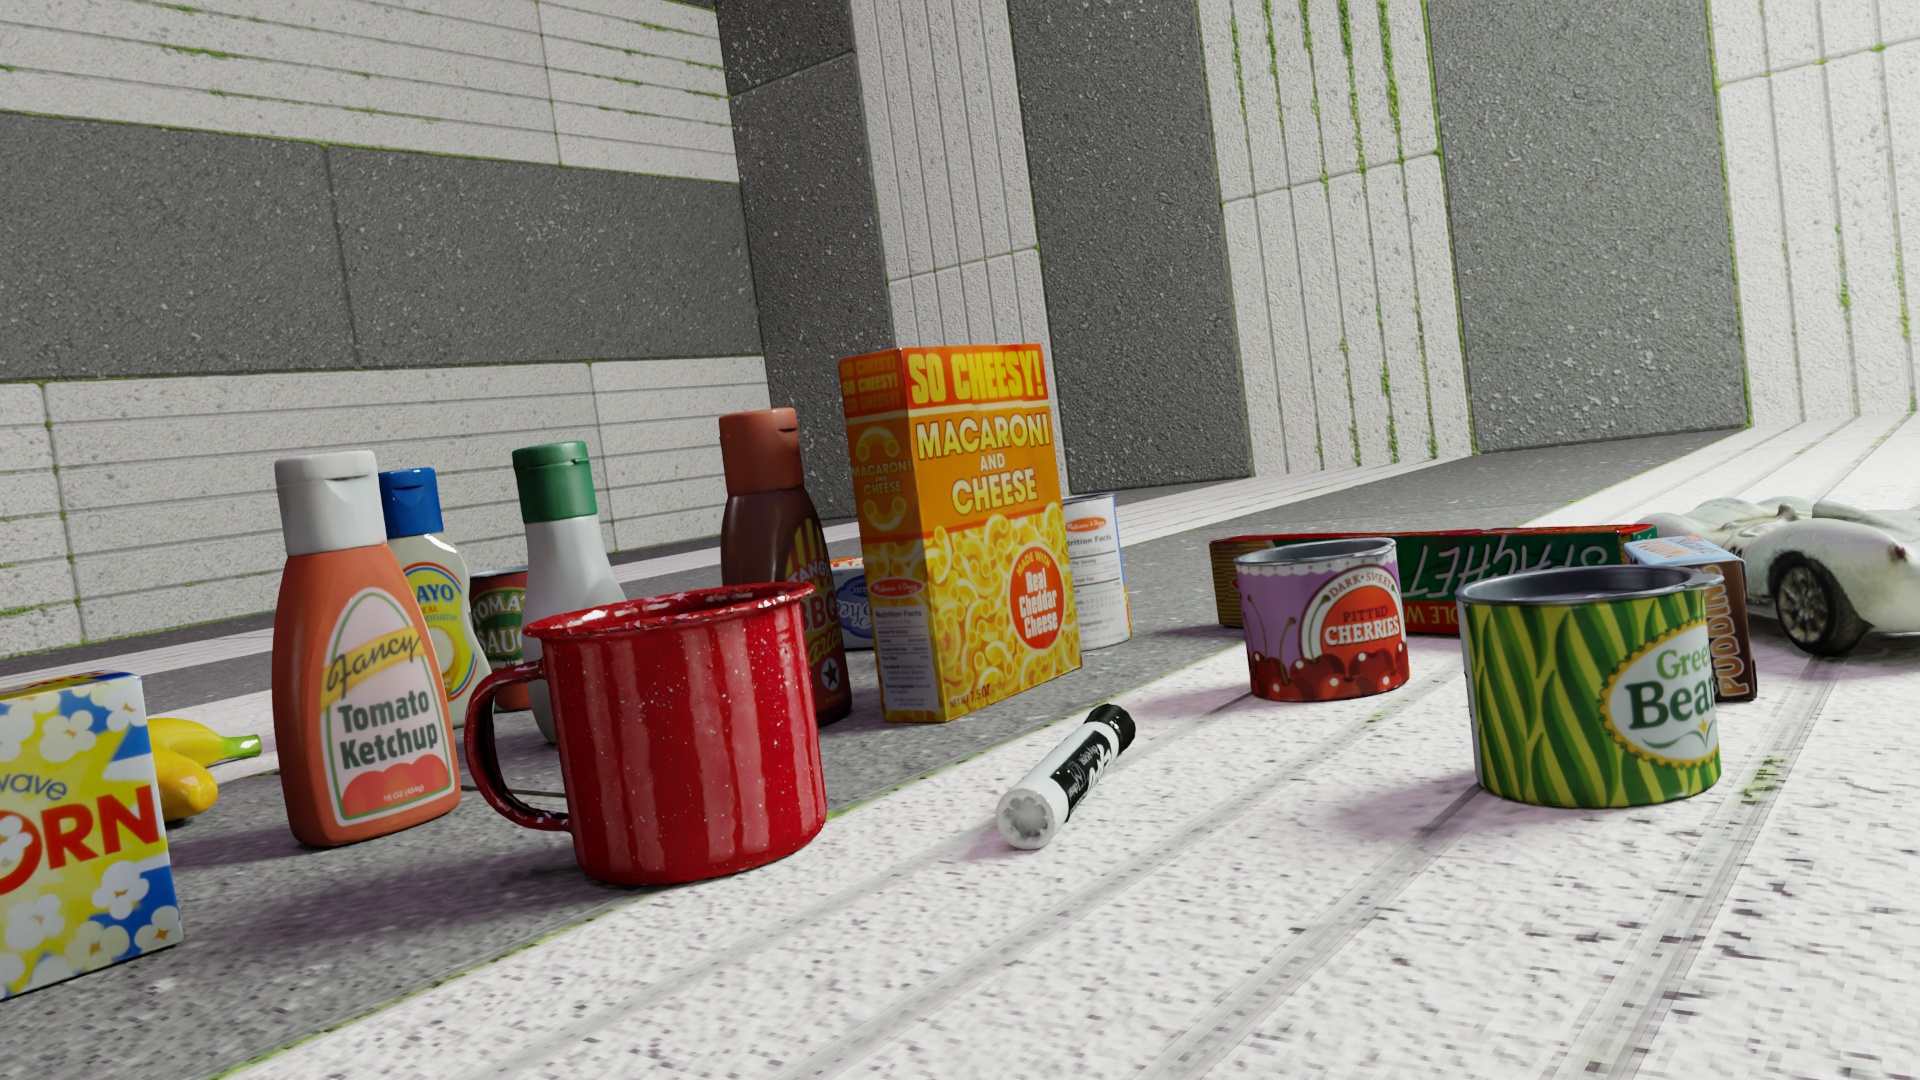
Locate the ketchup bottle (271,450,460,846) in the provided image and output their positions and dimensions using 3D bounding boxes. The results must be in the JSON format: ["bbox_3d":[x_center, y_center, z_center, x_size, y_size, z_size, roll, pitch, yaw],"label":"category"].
[{"bbox_3d":[-0.239,0.040,0.546,0.043,0.148,0.065,-5,4,39],"label":"ketchup bottle"}]

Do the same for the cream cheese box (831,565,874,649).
[{"bbox_3d":[-0.047,0.041,0.883,0.103,0.053,0.024,-6,4,27],"label":"cream cheese box"}]

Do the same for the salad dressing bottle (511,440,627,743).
[{"bbox_3d":[-0.195,0.025,0.695,0.044,0.147,0.064,-6,3,24],"label":"salad dressing bottle"}]

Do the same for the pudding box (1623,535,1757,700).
[{"bbox_3d":[0.264,0.026,0.505,0.030,0.049,0.084,-6,4,20],"label":"pudding box"}]

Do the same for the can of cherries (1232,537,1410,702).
[{"bbox_3d":[0.151,0.032,0.577,0.071,0.058,0.071,-8,3,1],"label":"can of cherries"}]

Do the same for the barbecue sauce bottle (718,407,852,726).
[{"bbox_3d":[-0.086,0.013,0.652,0.043,0.148,0.065,-6,3,26],"label":"barbecue sauce bottle"}]

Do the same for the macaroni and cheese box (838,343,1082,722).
[{"bbox_3d":[0.002,-0.008,0.665,0.040,0.166,0.124,-5,4,35],"label":"macaroni and cheese box"}]

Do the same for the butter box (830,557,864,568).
[{"bbox_3d":[-0.111,0.044,0.971,0.104,0.053,0.024,-11,4,-41],"label":"butter box"}]

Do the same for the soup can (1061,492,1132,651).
[{"bbox_3d":[0.059,0.018,0.791,0.071,0.083,0.071,-8,3,1],"label":"soup can"}]

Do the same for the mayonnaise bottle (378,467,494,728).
[{"bbox_3d":[-0.306,0.034,0.786,0.065,0.148,0.041,-9,4,-31],"label":"mayonnaise bottle"}]

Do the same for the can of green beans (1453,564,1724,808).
[{"bbox_3d":[0.180,0.040,0.400,0.071,0.057,0.071,-8,3,1],"label":"can of green beans"}]

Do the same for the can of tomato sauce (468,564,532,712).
[{"bbox_3d":[-0.261,0.057,0.841,0.071,0.083,0.071,-8,3,1],"label":"can of tomato sauce"}]

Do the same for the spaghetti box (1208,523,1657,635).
[{"bbox_3d":[0.221,0.020,0.683,0.029,0.050,0.250,-10,4,-33],"label":"spaghetti box"}]

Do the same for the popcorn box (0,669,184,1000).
[{"bbox_3d":[-0.295,0.090,0.386,0.038,0.085,0.127,-5,4,43],"label":"popcorn box"}]
